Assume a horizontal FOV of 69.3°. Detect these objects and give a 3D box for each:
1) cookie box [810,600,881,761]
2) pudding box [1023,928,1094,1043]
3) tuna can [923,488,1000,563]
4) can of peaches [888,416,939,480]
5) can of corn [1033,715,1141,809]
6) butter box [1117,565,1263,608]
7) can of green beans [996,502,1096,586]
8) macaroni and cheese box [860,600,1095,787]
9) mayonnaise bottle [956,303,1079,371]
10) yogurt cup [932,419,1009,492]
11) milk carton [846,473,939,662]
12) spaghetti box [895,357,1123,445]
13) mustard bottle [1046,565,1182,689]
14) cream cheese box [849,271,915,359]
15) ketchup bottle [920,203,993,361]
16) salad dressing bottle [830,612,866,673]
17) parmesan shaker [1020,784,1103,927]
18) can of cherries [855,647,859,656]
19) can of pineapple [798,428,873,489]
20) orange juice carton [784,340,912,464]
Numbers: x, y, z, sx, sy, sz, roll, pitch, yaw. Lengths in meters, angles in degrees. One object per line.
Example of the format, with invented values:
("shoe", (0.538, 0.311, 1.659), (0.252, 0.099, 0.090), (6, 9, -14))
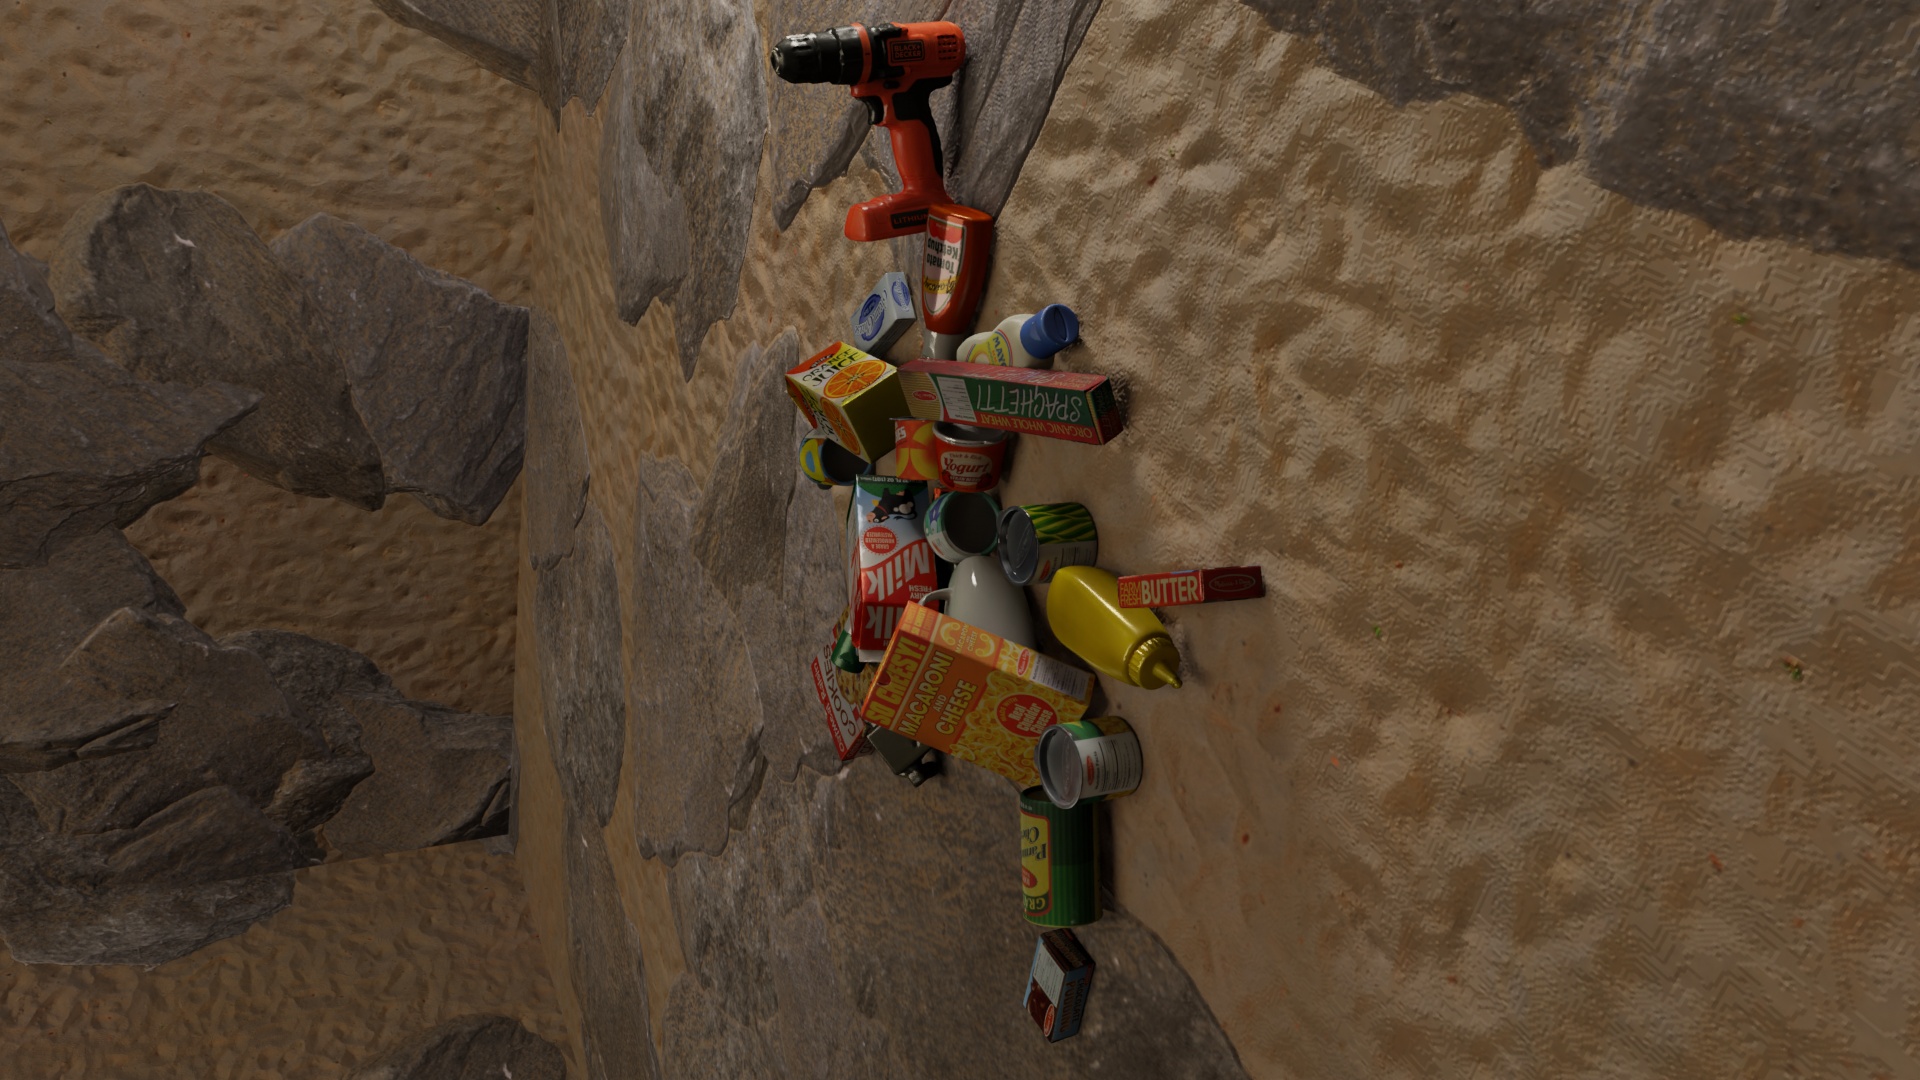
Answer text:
("cookie box", (-0.108, 0.148, 1.513), (0.166, 0.040, 0.123), (-56, 47, 49))
("pudding box", (0.084, 0.383, 1.198), (0.050, 0.030, 0.083), (43, 131, 50))
("tuna can", (0.004, -0.016, 1.257), (0.032, 0.071, 0.071), (-18, 78, 60))
("can of peaches", (-0.031, -0.087, 1.305), (0.071, 0.071, 0.058), (12, 105, 61))
("can of corn", (0.101, 0.175, 1.107), (0.071, 0.058, 0.071), (15, 107, 60))
("butter box", (0.161, 0.033, 0.982), (0.103, 0.053, 0.024), (-10, 83, 62))
("can of green beans", (0.071, 0.002, 1.141), (0.071, 0.058, 0.071), (15, 108, 60))
("macaroni and cheese box", (0.012, 0.131, 1.163), (0.040, 0.166, 0.123), (-71, 4, -48))
("mayonnaise bottle", (0.048, -0.160, 1.178), (0.147, 0.041, 0.065), (-23, 81, 61))
("yogurt cup", (0.009, -0.078, 1.242), (0.072, 0.072, 0.053), (44, 139, 51))
("milk carton", (-0.065, 0.034, 1.304), (0.073, 0.072, 0.191), (108, 161, -51))
("spaghetti box", (0.036, -0.118, 1.160), (0.250, 0.029, 0.050), (14, 130, 50))
("mustard bottle", (0.124, 0.075, 1.061), (0.161, 0.049, 0.065), (42, 130, 51))
("cream cheese box", (-0.080, -0.229, 1.428), (0.103, 0.024, 0.053), (-37, 63, 58))
("ketchup bottle", (-0.009, -0.229, 1.271), (0.065, 0.044, 0.148), (29, 121, 38))
("salad dressing bottle", (-0.088, 0.064, 1.414), (0.147, 0.064, 0.044), (-66, -6, 14))
("parmesan shaker", (0.082, 0.258, 1.147), (0.071, 0.071, 0.103), (4, 97, 62))
("can of cherries", (-0.071, 0.084, 1.359), (0.071, 0.058, 0.071), (-175, 88, -80))
("can of pineapple", (-0.134, -0.090, 1.503), (0.058, 0.071, 0.071), (7, 100, 61))
("orange juice carton", (-0.118, -0.150, 1.431), (0.193, 0.072, 0.072), (33, 154, 56))
